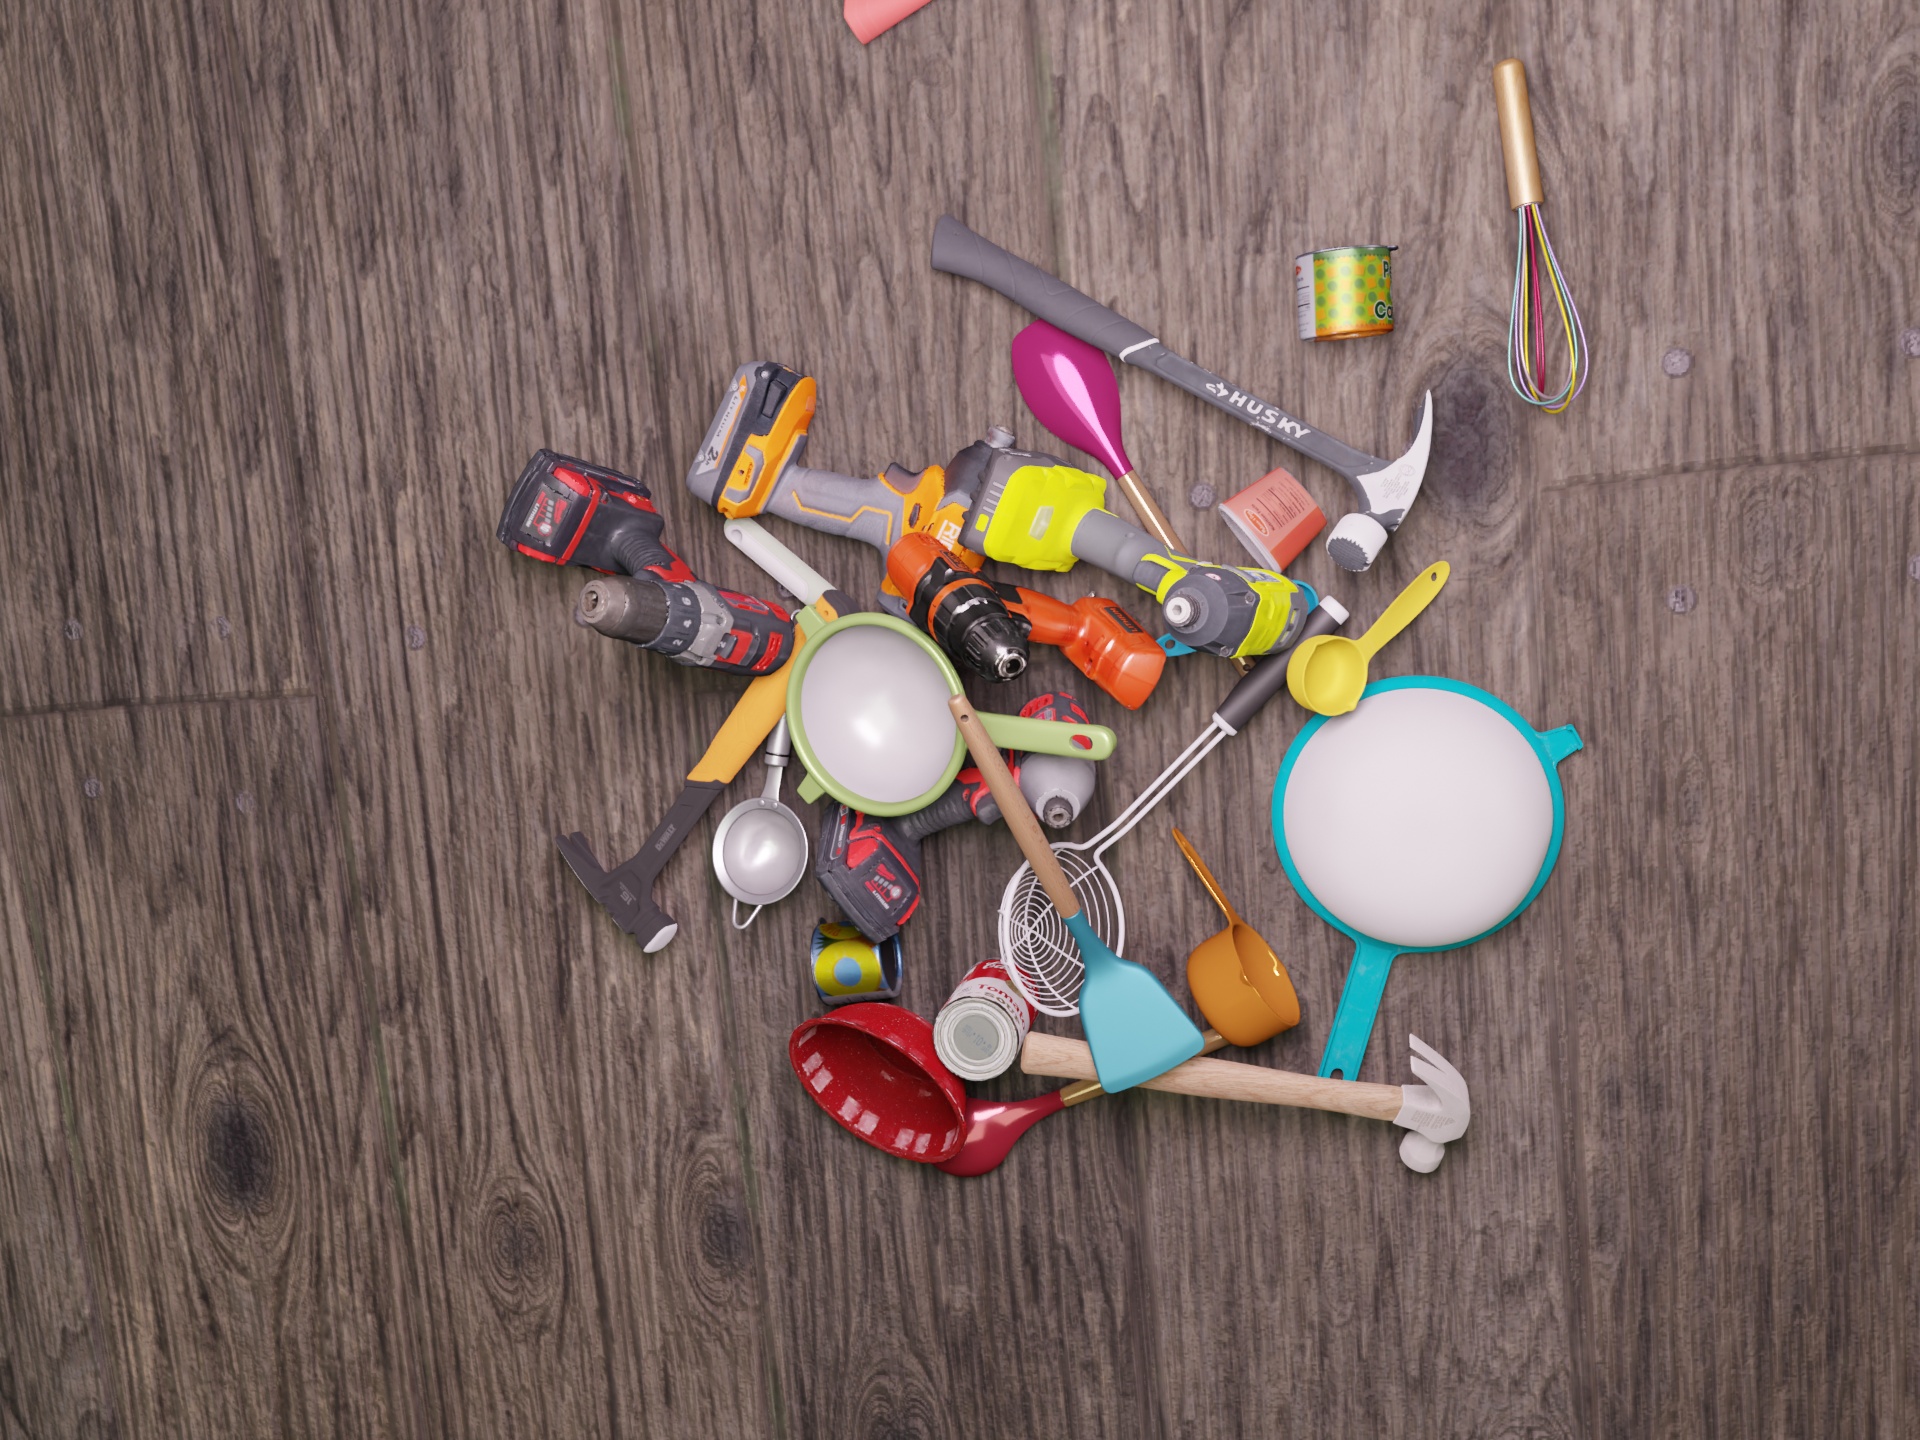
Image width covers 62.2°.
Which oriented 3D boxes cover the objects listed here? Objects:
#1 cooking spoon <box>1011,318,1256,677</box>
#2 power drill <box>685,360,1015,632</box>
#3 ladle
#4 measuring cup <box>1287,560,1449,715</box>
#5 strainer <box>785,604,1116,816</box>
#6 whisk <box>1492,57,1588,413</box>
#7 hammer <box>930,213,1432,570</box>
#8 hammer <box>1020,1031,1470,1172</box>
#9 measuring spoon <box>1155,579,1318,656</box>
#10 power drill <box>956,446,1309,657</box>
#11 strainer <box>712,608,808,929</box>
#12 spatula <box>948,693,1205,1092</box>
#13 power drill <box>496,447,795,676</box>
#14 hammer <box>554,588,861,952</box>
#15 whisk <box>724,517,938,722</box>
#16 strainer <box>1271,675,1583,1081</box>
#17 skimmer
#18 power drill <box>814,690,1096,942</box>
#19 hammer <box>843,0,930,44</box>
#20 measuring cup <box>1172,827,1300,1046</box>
[{"bbox_3d":[0.138,-0.163,1.196,0.069,0.017,0.319,-32,91,12],"label":"cooking spoon"},{"bbox_3d":[-0.075,-0.187,1.209,0.226,0.084,0.164,29,103,2],"label":"power drill"},{"bbox_3d":[0.106,0.292,1.267,0.315,0.031,0.069,-25,93,13],"label":"ladle"},{"bbox_3d":[0.296,-0.065,1.154,0.156,0.029,0.062,-42,114,-15],"label":"measuring cup"},{"bbox_3d":[-0.002,-0.004,1.153,0.256,0.069,0.151,7,106,24],"label":"strainer"},{"bbox_3d":[0.395,-0.335,1.108,0.051,0.047,0.245,-8,92,14],"label":"whisk"},{"bbox_3d":[0.150,-0.263,1.150,0.409,0.036,0.149,32,66,12],"label":"hammer"},{"bbox_3d":[0.211,0.267,1.176,0.331,0.031,0.130,8,134,0],"label":"hammer"},{"bbox_3d":[0.202,-0.074,1.183,0.128,0.021,0.042,-17,114,1],"label":"measuring spoon"},{"bbox_3d":[0.116,-0.112,1.109,0.223,0.171,0.080,30,108,26],"label":"power drill"},{"bbox_3d":[-0.146,0.039,1.276,0.087,0.050,0.258,11,95,22],"label":"strainer"},{"bbox_3d":[0.069,0.118,1.111,0.082,0.044,0.317,-27,110,6],"label":"spatula"},{"bbox_3d":[-0.248,-0.112,1.173,0.227,0.187,0.080,38,105,31],"label":"power drill"},{"bbox_3d":[-0.192,0.026,1.257,0.127,0.034,0.337,45,110,16],"label":"hammer"},{"bbox_3d":[-0.092,-0.081,1.245,0.246,0.059,0.057,40,132,8],"label":"whisk"},{"bbox_3d":[0.317,0.138,1.163,0.211,0.095,0.340,16,100,9],"label":"strainer"},{"bbox_3d":[0.165,0.061,1.168,0.363,0.090,0.127,-47,123,9],"label":"skimmer"},{"bbox_3d":[0.003,0.071,1.195,0.219,0.143,0.078,-29,115,16],"label":"power drill"},{"bbox_3d":[0.075,-0.593,1.139,0.359,0.037,0.149,-30,91,14],"label":"hammer"},{"bbox_3d":[0.190,0.167,1.211,0.052,0.095,0.174,-38,70,21],"label":"measuring cup"}]
